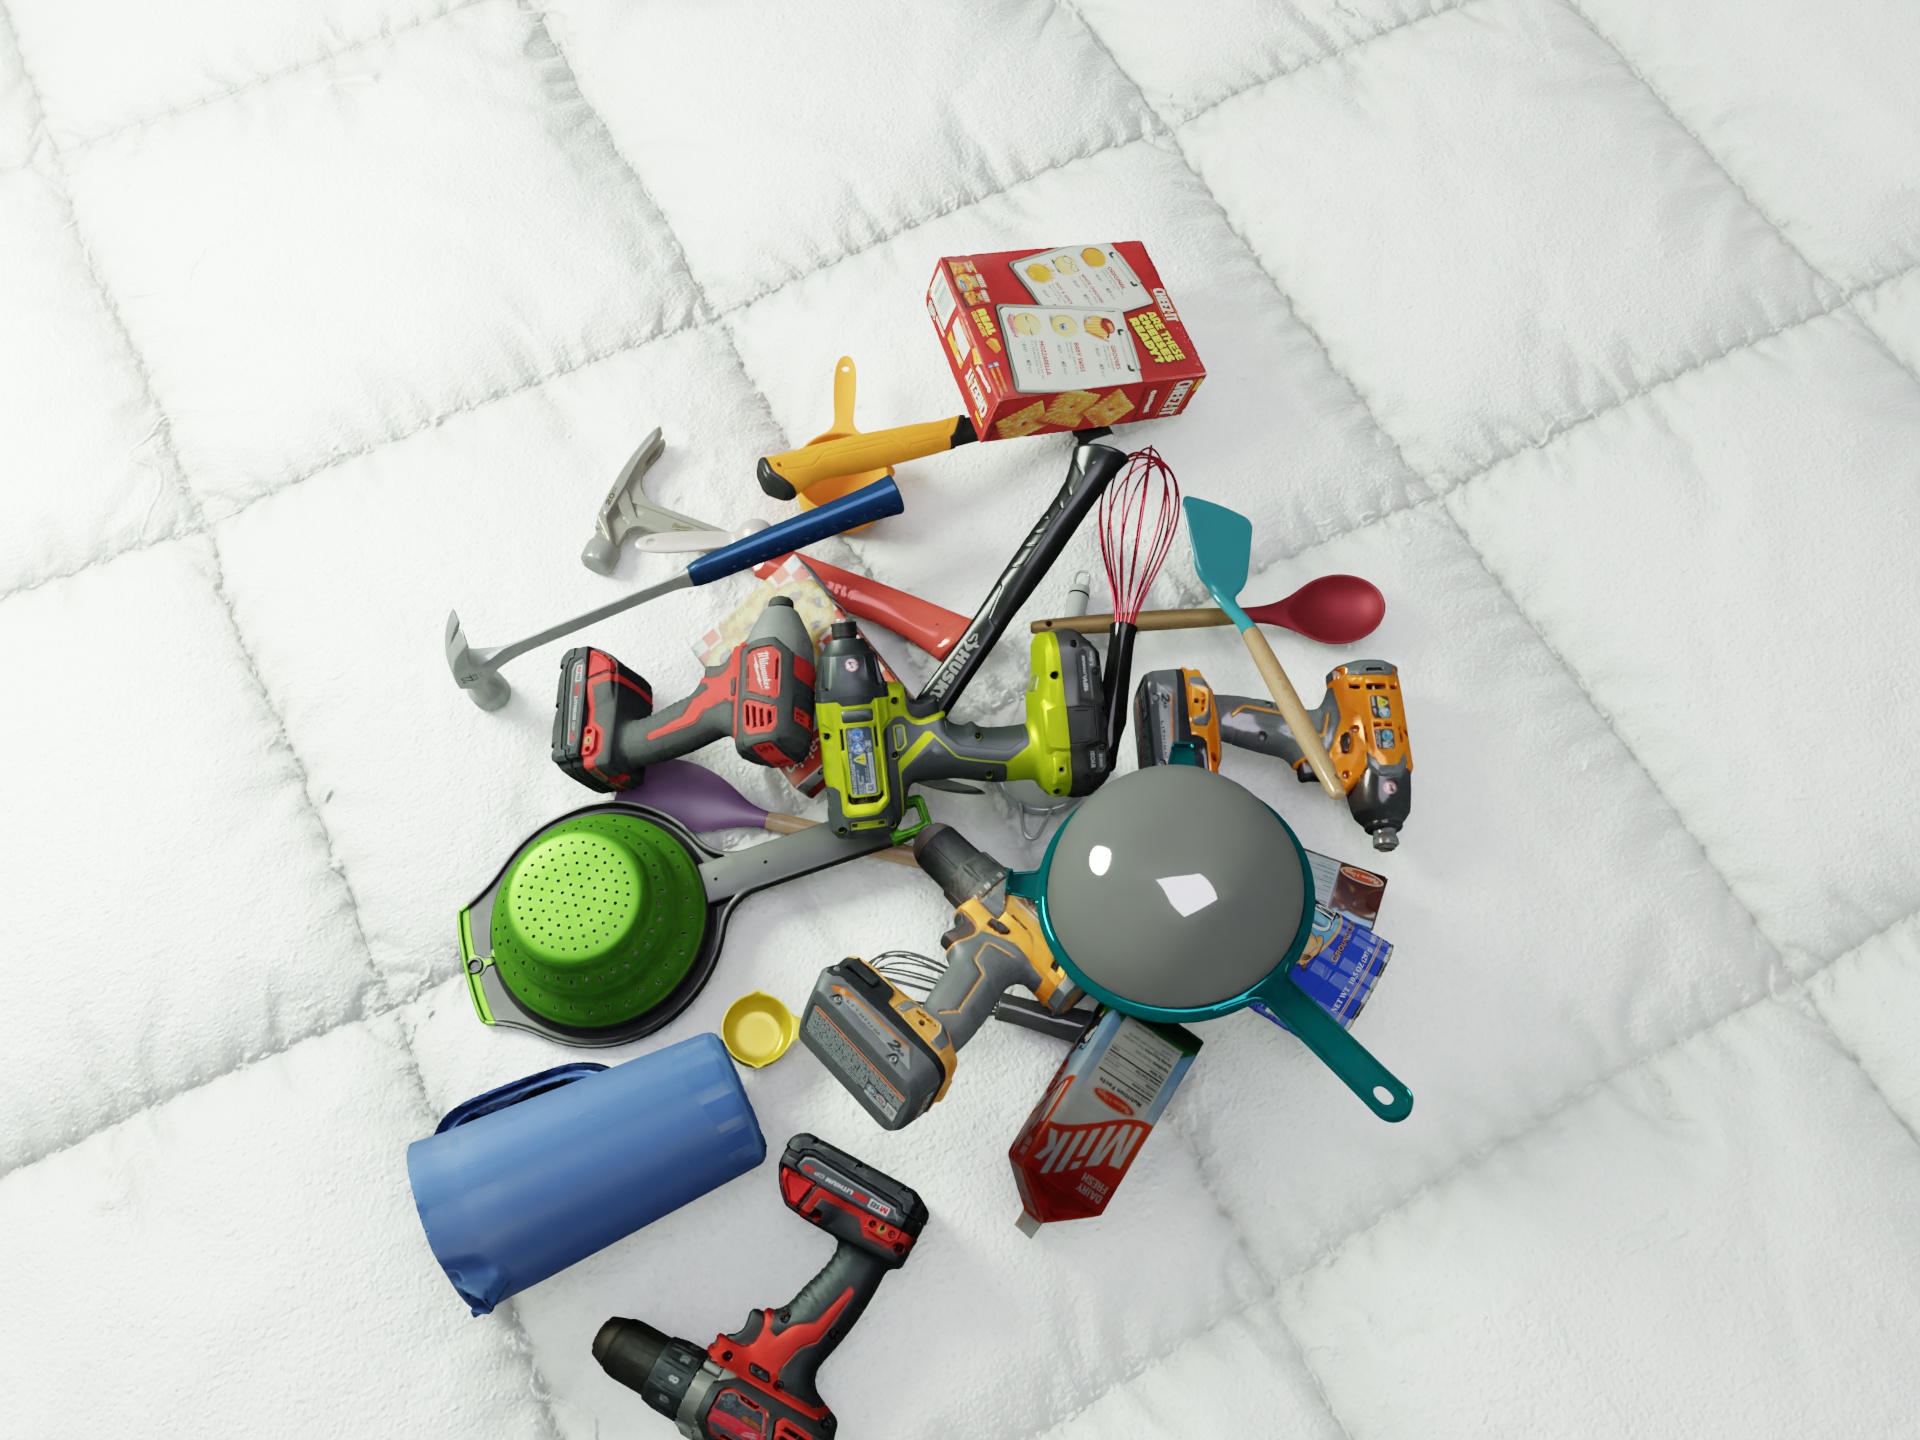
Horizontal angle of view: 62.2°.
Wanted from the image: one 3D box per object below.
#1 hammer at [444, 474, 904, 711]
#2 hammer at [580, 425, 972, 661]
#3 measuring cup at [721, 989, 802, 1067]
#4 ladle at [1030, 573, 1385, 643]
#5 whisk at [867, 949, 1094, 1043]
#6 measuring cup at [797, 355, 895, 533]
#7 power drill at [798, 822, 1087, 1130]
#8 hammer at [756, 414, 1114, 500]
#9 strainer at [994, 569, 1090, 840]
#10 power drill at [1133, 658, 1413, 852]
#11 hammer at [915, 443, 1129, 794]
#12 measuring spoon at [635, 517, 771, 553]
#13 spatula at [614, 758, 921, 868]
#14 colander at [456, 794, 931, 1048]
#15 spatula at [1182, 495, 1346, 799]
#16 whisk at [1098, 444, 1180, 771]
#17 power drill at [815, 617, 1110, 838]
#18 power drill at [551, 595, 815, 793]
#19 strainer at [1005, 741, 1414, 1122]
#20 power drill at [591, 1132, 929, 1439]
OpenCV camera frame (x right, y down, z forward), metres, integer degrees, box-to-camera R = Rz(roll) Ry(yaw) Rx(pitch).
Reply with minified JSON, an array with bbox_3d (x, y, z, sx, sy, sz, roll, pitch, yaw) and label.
[{"bbox_3d":[-0.239,-0.119,1.345,0.405,0.144,0.035,-23,73,-8],"label":"hammer"},{"bbox_3d":[-0.151,-0.143,1.425,0.359,0.036,0.149,21,68,9],"label":"hammer"},{"bbox_3d":[-0.113,0.248,1.270,0.156,0.029,0.062,2,66,-12],"label":"measuring cup"},{"bbox_3d":[0.217,-0.090,1.395,0.315,0.031,0.069,-4,64,-7],"label":"ladle"},{"bbox_3d":[0.031,0.230,1.265,0.239,0.055,0.055,14,68,0],"label":"whisk"},{"bbox_3d":[-0.107,-0.252,1.464,0.095,0.052,0.174,0,65,-1],"label":"measuring cup"},{"bbox_3d":[-0.019,0.182,1.209,0.185,0.084,0.226,43,48,19],"label":"power drill"},{"bbox_3d":[-0.028,-0.261,1.433,0.337,0.034,0.127,-18,68,-24],"label":"hammer"},{"bbox_3d":[0.083,-0.023,1.375,0.087,0.050,0.259,9,64,9],"label":"strainer"},{"bbox_3d":[0.266,0.032,1.331,0.226,0.084,0.164,-1,67,-5],"label":"power drill"},{"bbox_3d":[0.037,-0.091,1.344,0.146,0.035,0.335,35,91,17],"label":"hammer"},{"bbox_3d":[-0.226,-0.162,1.404,0.124,0.018,0.034,-4,67,0],"label":"measuring spoon"},{"bbox_3d":[-0.137,0.088,1.336,0.316,0.018,0.060,14,70,6],"label":"spatula"},{"bbox_3d":[-0.217,0.124,1.265,0.397,0.094,0.205,-18,69,-4],"label":"colander"},{"bbox_3d":[0.254,-0.063,1.310,0.082,0.044,0.318,14,39,-32],"label":"spatula"},{"bbox_3d":[0.141,-0.098,1.349,0.073,0.073,0.296,9,75,3],"label":"whisk"},{"bbox_3d":[-0.002,-0.004,1.265,0.223,0.080,0.171,-6,93,-10],"label":"power drill"},{"bbox_3d":[-0.220,-0.021,1.305,0.219,0.078,0.143,-11,63,21],"label":"power drill"},{"bbox_3d":[0.197,0.148,1.147,0.211,0.095,0.341,-36,58,-15],"label":"strainer"},{"bbox_3d":[-0.143,0.419,1.166,0.188,0.080,0.227,25,72,10],"label":"power drill"}]
